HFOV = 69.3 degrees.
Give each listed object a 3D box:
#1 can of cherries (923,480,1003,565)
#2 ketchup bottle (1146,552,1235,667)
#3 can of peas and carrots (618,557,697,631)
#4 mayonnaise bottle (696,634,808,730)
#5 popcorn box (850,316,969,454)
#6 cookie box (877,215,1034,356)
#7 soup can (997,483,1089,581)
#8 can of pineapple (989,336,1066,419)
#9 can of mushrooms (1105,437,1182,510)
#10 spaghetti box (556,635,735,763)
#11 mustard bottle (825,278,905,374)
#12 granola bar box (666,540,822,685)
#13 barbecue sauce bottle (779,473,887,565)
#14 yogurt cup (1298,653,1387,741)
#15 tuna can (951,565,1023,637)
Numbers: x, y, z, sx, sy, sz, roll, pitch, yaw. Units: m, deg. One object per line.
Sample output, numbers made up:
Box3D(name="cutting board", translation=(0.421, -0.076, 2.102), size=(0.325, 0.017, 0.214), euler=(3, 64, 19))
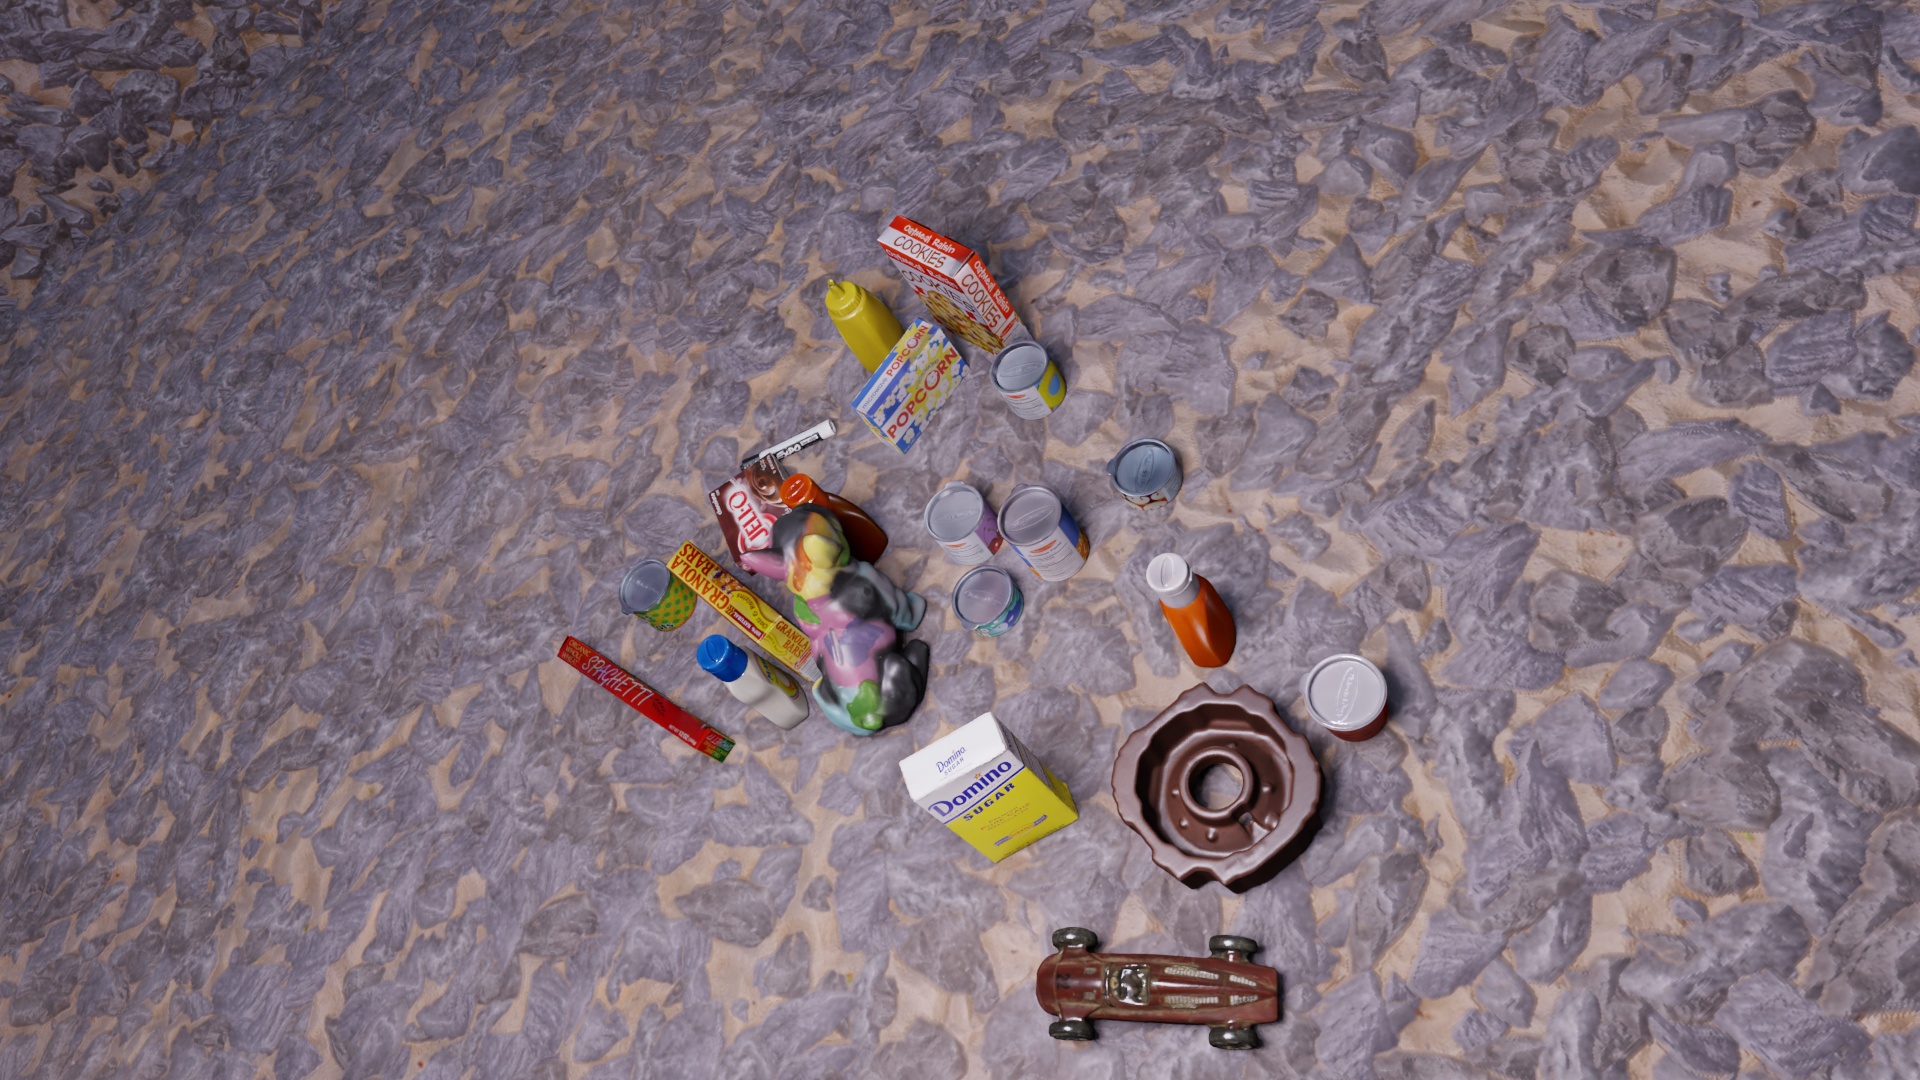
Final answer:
Box3D(name="can of cherries", translation=(0.005, -0.018, 1.421), size=(0.071, 0.058, 0.072), euler=(-12, 59, 21))
Box3D(name="ketchup bottle", translation=(0.203, 0.058, 1.223), size=(0.043, 0.148, 0.065), euler=(-5, 62, 25))
Box3D(name="can of peas and carrots", translation=(-0.337, 0.063, 1.546), size=(0.071, 0.058, 0.071), euler=(-12, 59, 21))
Box3D(name="mayonnaise bottle", translation=(-0.207, 0.138, 1.384), size=(0.041, 0.147, 0.065), euler=(-35, 54, 5))
Box3D(name="popcorn box", translation=(-0.054, -0.168, 1.518), size=(0.038, 0.085, 0.127), euler=(30, 79, 36))
Box3D(name="cookie box", translation=(-0.003, -0.270, 1.498), size=(0.123, 0.167, 0.040), euler=(33, 82, 36))
Box3D(name="soup can", translation=(0.082, -0.008, 1.361), size=(0.071, 0.083, 0.071), euler=(-12, 59, 21))
Box3D(name="can of pineapple", translation=(0.073, -0.171, 1.473), size=(0.071, 0.057, 0.071), euler=(-12, 59, 21))
Box3D(name="can of mushrooms", translation=(0.182, -0.066, 1.374), size=(0.071, 0.033, 0.071), euler=(-12, 59, 21))
Box3D(name="spaghetti box", translation=(-0.342, 0.168, 1.495), size=(0.250, 0.050, 0.029), euler=(25, 77, 35))
Box3D(name="mustard bottle", translation=(-0.110, -0.245, 1.542), size=(0.049, 0.160, 0.065), euler=(-8, 60, 23))
Box3D(name="granola bar box", translation=(-0.215, 0.077, 1.437), size=(0.166, 0.124, 0.039), euler=(34, 82, 36))
Box3D(name="barbecue sauce bottle", translation=(-0.133, -0.019, 1.434), size=(0.065, 0.148, 0.044), euler=(-44, 53, -1))
Box3D(name="yogurt cup", translation=(0.329, 0.136, 1.175), size=(0.072, 0.053, 0.073), euler=(-12, 59, 21))
Box3D(name="tuna can", translation=(0.026, 0.063, 1.381), size=(0.071, 0.032, 0.071), euler=(-12, 59, 21))
